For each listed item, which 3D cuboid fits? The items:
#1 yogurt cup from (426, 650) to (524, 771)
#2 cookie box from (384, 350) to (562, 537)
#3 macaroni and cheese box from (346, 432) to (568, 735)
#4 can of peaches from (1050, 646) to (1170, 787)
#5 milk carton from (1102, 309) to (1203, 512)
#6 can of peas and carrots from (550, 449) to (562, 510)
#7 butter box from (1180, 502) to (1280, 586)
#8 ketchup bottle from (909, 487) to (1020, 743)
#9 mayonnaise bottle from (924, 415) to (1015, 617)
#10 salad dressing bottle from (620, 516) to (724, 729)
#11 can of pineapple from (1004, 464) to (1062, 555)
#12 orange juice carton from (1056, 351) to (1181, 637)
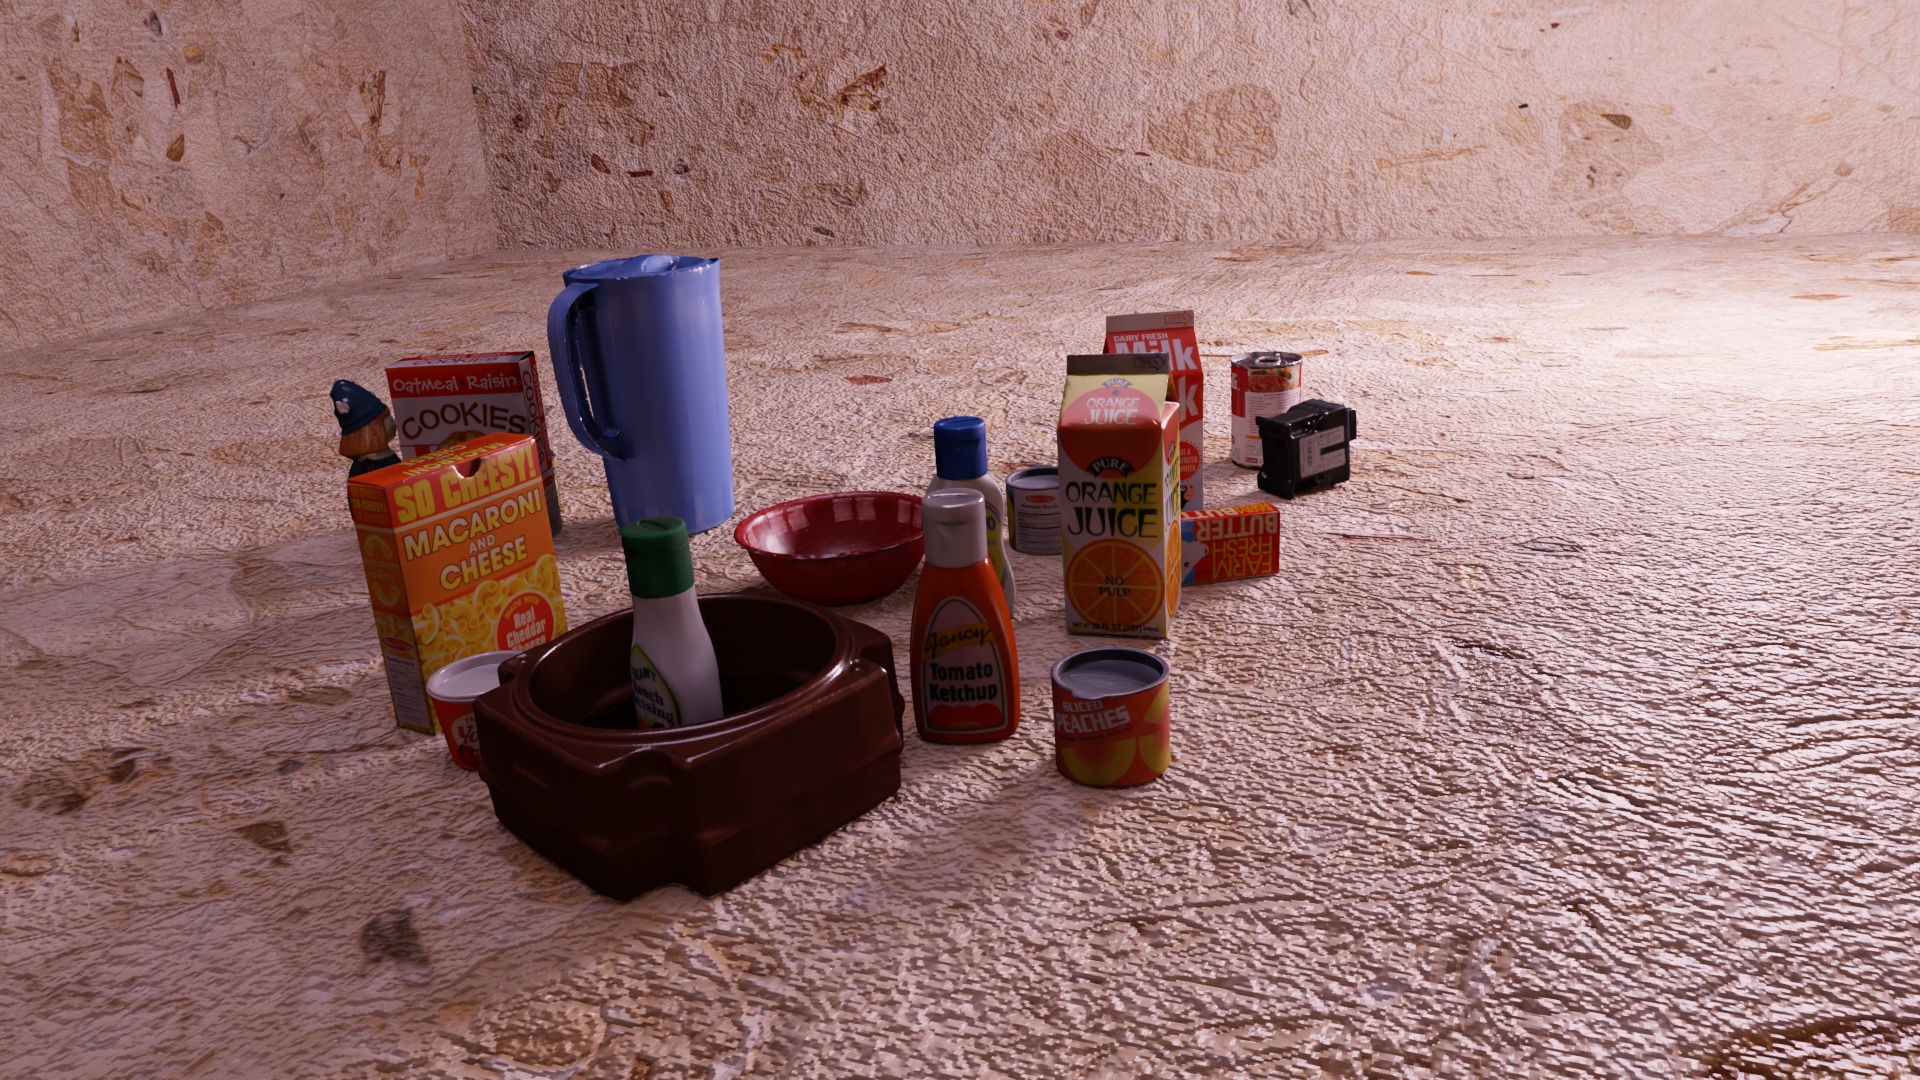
[{"bbox_3d":[-0.284,0.104,0.844,0.072,0.053,0.072,-3,19,1],"label":"yogurt cup"},{"bbox_3d":[-0.433,-0.082,1.242,0.123,0.166,0.040,-2,18,5],"label":"cookie box"},{"bbox_3d":[-0.322,0.025,0.909,0.040,0.165,0.124,7,21,29],"label":"macaroni and cheese box"},{"bbox_3d":[0.083,0.099,0.778,0.071,0.058,0.071,-3,19,1],"label":"can of peaches"},{"bbox_3d":[0.152,-0.087,1.104,0.072,0.189,0.074,-4,18,-1],"label":"milk carton"},{"bbox_3d":[-0.414,-0.053,1.320,0.071,0.058,0.071,-3,19,1],"label":"can of peas and carrots"},{"bbox_3d":[0.188,0.004,1.044,0.104,0.053,0.024,-7,19,-8],"label":"butter box"},{"bbox_3d":[0.000,0.044,0.815,0.065,0.148,0.044,-2,18,5],"label":"ketchup bottle"},{"bbox_3d":[0.004,-0.012,0.981,0.065,0.147,0.041,-11,20,-21],"label":"mayonnaise bottle"},{"bbox_3d":[-0.168,0.061,0.803,0.044,0.147,0.064,-19,23,-38],"label":"salad dressing bottle"},{"bbox_3d":[0.071,-0.026,1.147,0.071,0.057,0.071,-3,19,1],"label":"can of pineapple"},{"bbox_3d":[0.111,-0.035,0.957,0.072,0.192,0.073,2,19,17],"label":"orange juice carton"}]
